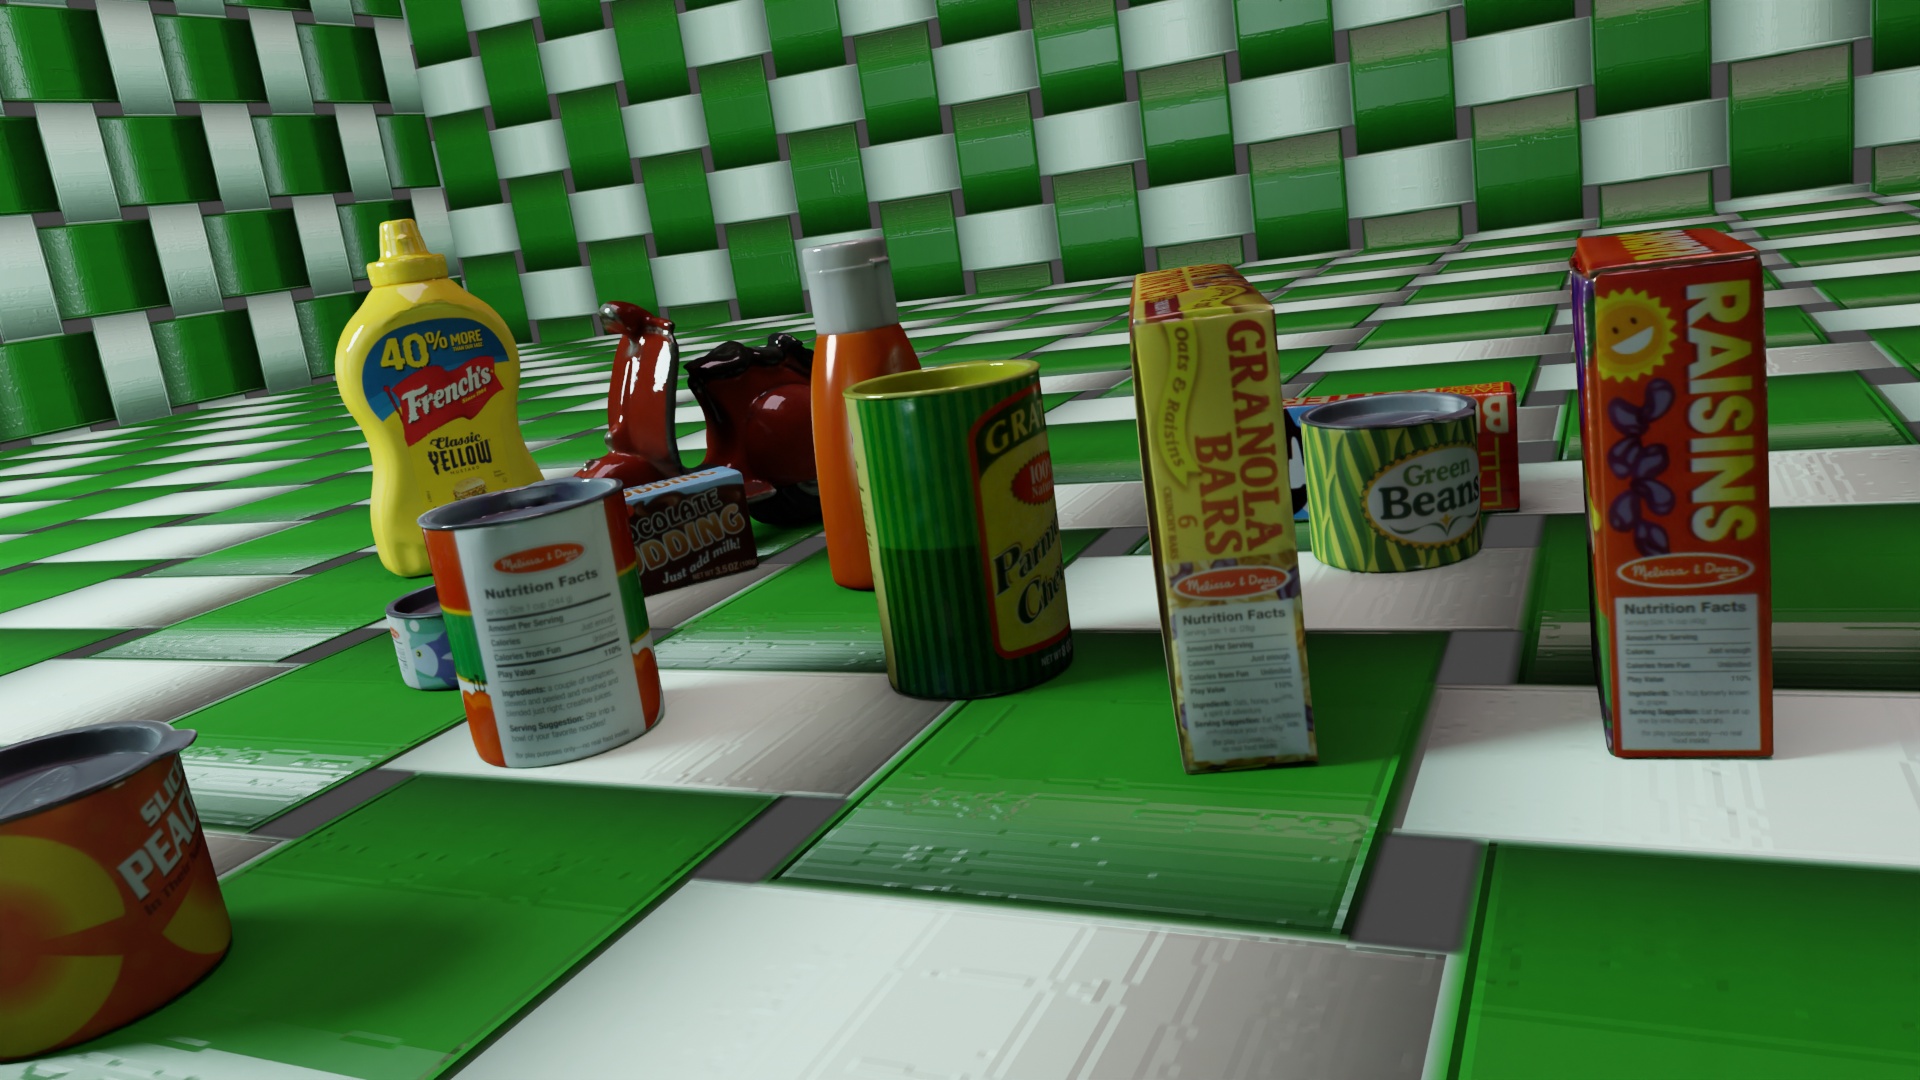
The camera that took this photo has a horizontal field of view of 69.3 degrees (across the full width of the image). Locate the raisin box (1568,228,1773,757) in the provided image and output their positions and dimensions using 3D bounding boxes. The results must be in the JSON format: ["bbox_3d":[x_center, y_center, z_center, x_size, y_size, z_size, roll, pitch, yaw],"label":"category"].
[{"bbox_3d":[0.184,-0.016,0.365,0.040,0.123,0.086,-3,14,23],"label":"raisin box"}]

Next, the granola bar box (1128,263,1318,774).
[{"bbox_3d":[0.078,-0.018,0.435,0.039,0.124,0.166,-6,13,9],"label":"granola bar box"}]

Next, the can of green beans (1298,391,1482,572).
[{"bbox_3d":[0.169,-0.024,0.545,0.071,0.057,0.071,-8,13,2],"label":"can of green beans"}]

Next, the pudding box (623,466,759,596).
[{"bbox_3d":[-0.142,-0.003,0.663,0.084,0.049,0.030,-15,15,-26],"label":"pudding box"}]

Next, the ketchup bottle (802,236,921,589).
[{"bbox_3d":[-0.039,-0.056,0.610,0.043,0.148,0.065,1,16,36],"label":"ketchup bottle"}]

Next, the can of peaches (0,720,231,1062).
[{"bbox_3d":[-0.218,0.082,0.338,0.071,0.058,0.071,-8,13,2],"label":"can of peaches"}]

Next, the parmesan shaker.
[{"bbox_3d":[0.002,-0.006,0.475,0.071,0.102,0.071,-8,13,2],"label":"parmesan shaker"}]

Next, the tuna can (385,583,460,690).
[{"bbox_3d":[-0.197,0.035,0.575,0.071,0.032,0.071,-8,13,2],"label":"tuna can"}]

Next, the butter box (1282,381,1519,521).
[{"bbox_3d":[0.186,-0.038,0.601,0.103,0.053,0.024,-3,14,22],"label":"butter box"}]

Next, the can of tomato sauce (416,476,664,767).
[{"bbox_3d":[-0.141,0.026,0.473,0.071,0.083,0.071,-8,13,2],"label":"can of tomato sauce"}]
